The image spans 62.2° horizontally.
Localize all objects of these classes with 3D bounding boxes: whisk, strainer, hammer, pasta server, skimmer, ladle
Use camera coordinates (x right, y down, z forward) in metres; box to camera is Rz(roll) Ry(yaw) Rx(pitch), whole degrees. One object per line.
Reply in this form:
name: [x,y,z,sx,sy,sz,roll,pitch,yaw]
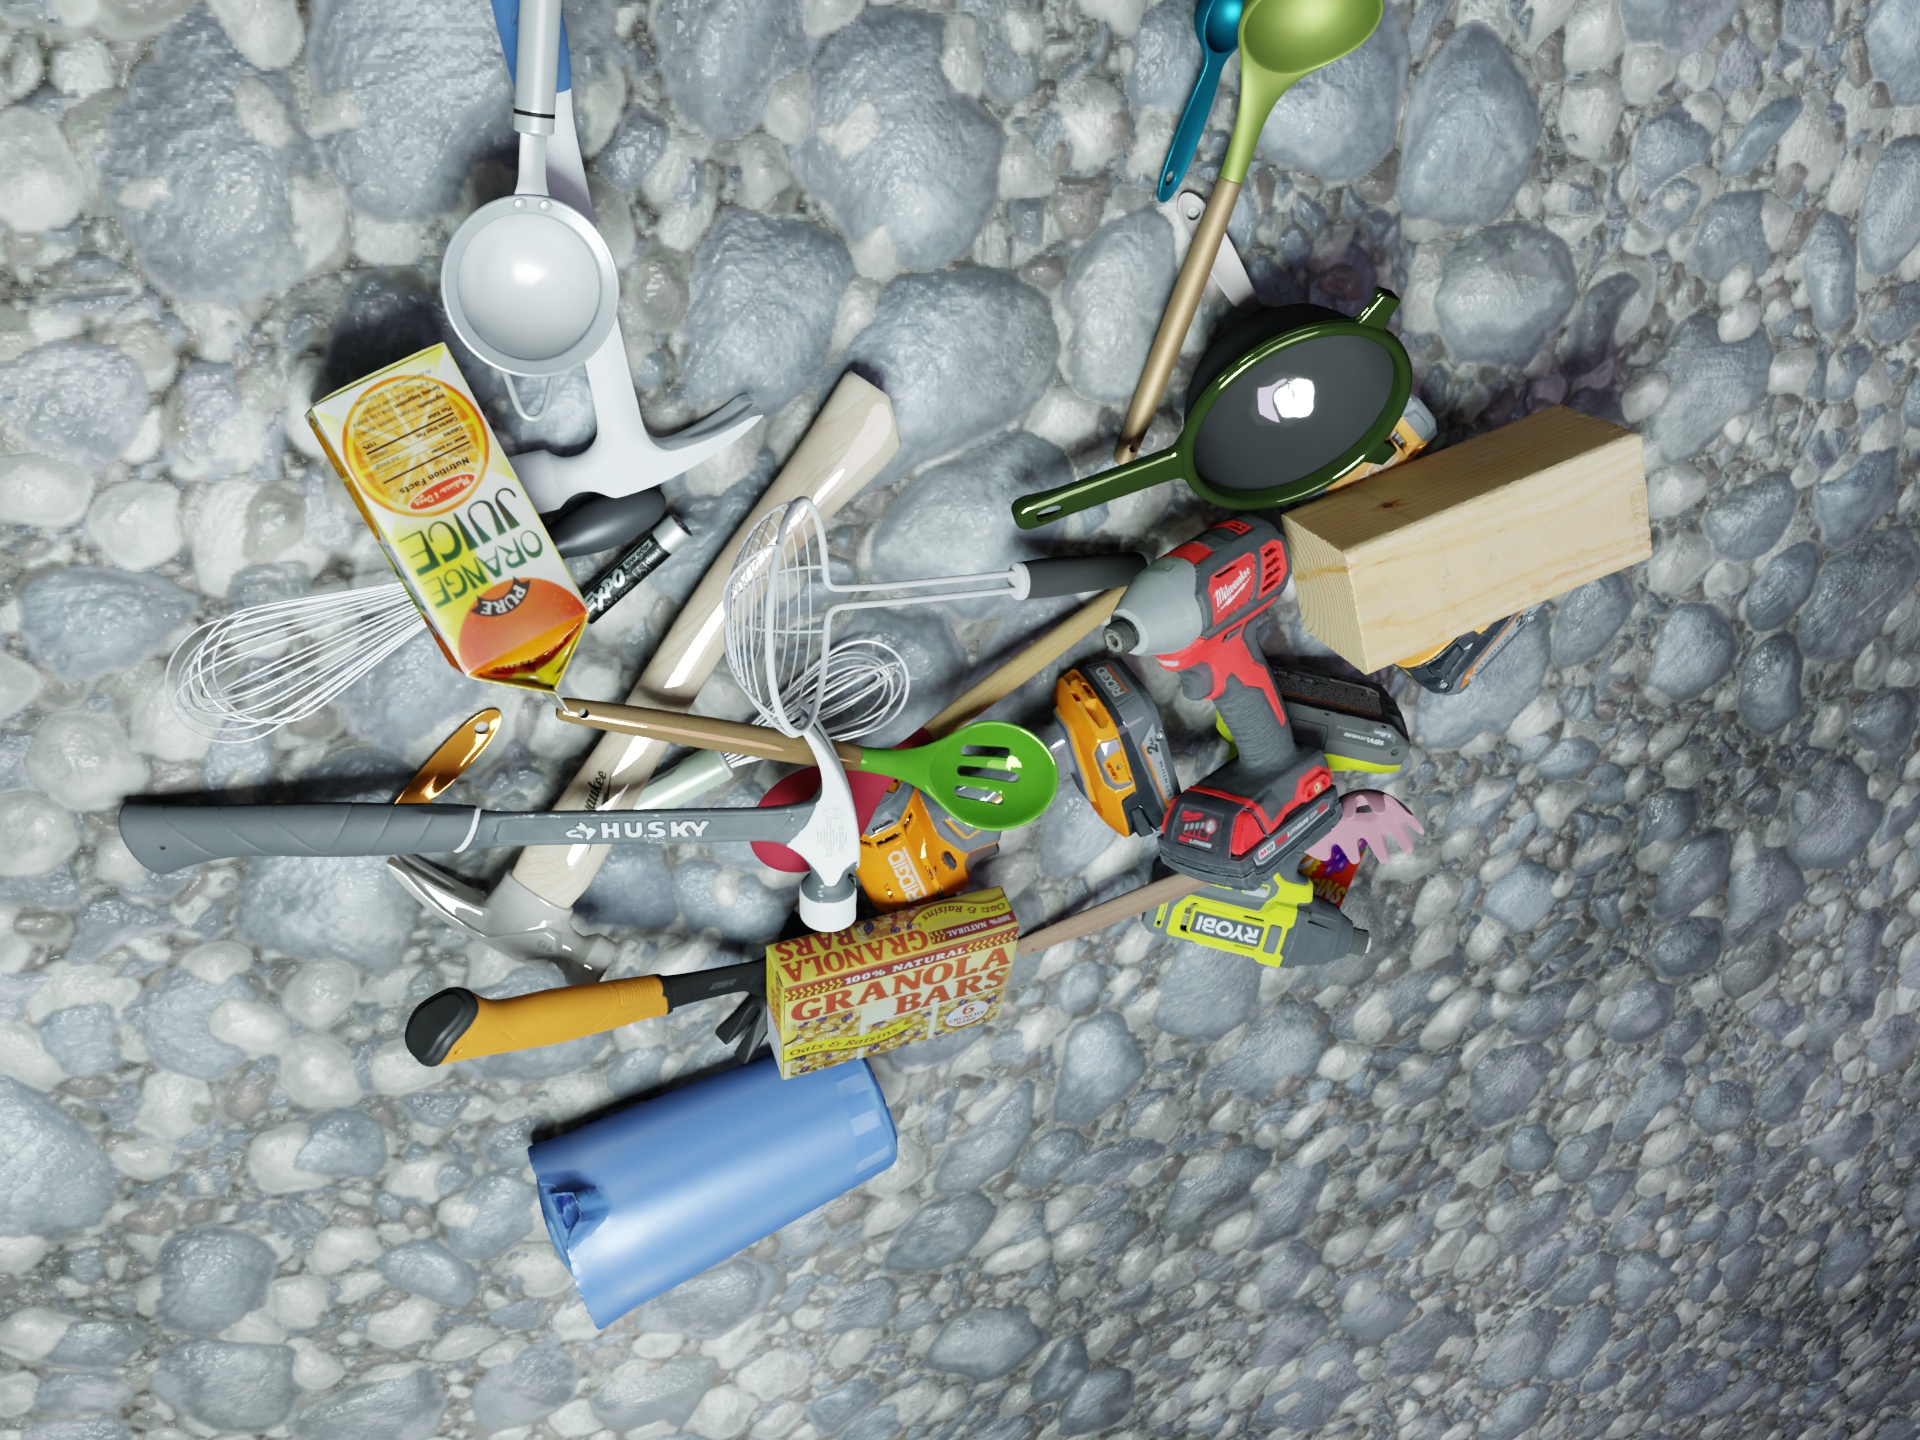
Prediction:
whisk: [-0.144,0.021,1.010,0.246,0.058,0.059,-28,93,-4]
strainer: [0.147,-0.187,0.987,0.256,0.069,0.151,-20,147,3]
hammer: [-0.197,-0.300,0.784,0.144,0.035,0.405,-17,125,-15]
pasta server: [0.177,0.117,1.146,0.316,0.040,0.060,-25,133,23]
hammer: [-0.176,-0.034,0.949,0.146,0.038,0.410,33,98,-14]
whisk: [-0.293,-0.069,0.874,0.284,0.070,0.070,-27,128,-15]
skimmer: [0.010,-0.073,0.933,0.363,0.090,0.127,-10,106,-41]
strainer: [-0.201,-0.274,0.751,0.086,0.050,0.258,-4,115,-30]
ladle: [-0.002,-0.003,1.028,0.315,0.031,0.069,-36,121,-20]
hammer: [-0.261,0.058,0.907,0.409,0.036,0.149,0,122,-6]
hammer: [-0.206,0.178,0.984,0.127,0.034,0.336,-56,155,15]
ladle: [0.155,-0.290,0.939,0.078,0.062,0.320,4,123,-25]

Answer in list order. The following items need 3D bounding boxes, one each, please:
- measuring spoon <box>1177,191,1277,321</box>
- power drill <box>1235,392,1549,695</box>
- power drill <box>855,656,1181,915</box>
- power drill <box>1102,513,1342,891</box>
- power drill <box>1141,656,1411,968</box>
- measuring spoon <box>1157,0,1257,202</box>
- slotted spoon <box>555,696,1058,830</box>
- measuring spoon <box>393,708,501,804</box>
measuring spoon: [0.166,-0.279,0.991,0.034,0.018,0.124,-33,122,11]
power drill: [0.291,-0.108,1.116,0.185,0.084,0.226,-48,123,7]
power drill: [0.035,0.067,1.101,0.226,0.084,0.164,-25,128,-5]
power drill: [0.166,-0.009,1.028,0.143,0.079,0.219,-31,116,-31]
power drill: [0.243,0.077,1.176,0.171,0.080,0.223,13,116,2]
measuring spoon: [0.134,-0.365,0.920,0.042,0.021,0.128,-14,136,-40]
slotted spoon: [-0.085,0.016,0.956,0.313,0.031,0.070,10,93,-24]
measuring spoon: [-0.318,0.034,0.953,0.117,0.011,0.021,-46,123,2]
